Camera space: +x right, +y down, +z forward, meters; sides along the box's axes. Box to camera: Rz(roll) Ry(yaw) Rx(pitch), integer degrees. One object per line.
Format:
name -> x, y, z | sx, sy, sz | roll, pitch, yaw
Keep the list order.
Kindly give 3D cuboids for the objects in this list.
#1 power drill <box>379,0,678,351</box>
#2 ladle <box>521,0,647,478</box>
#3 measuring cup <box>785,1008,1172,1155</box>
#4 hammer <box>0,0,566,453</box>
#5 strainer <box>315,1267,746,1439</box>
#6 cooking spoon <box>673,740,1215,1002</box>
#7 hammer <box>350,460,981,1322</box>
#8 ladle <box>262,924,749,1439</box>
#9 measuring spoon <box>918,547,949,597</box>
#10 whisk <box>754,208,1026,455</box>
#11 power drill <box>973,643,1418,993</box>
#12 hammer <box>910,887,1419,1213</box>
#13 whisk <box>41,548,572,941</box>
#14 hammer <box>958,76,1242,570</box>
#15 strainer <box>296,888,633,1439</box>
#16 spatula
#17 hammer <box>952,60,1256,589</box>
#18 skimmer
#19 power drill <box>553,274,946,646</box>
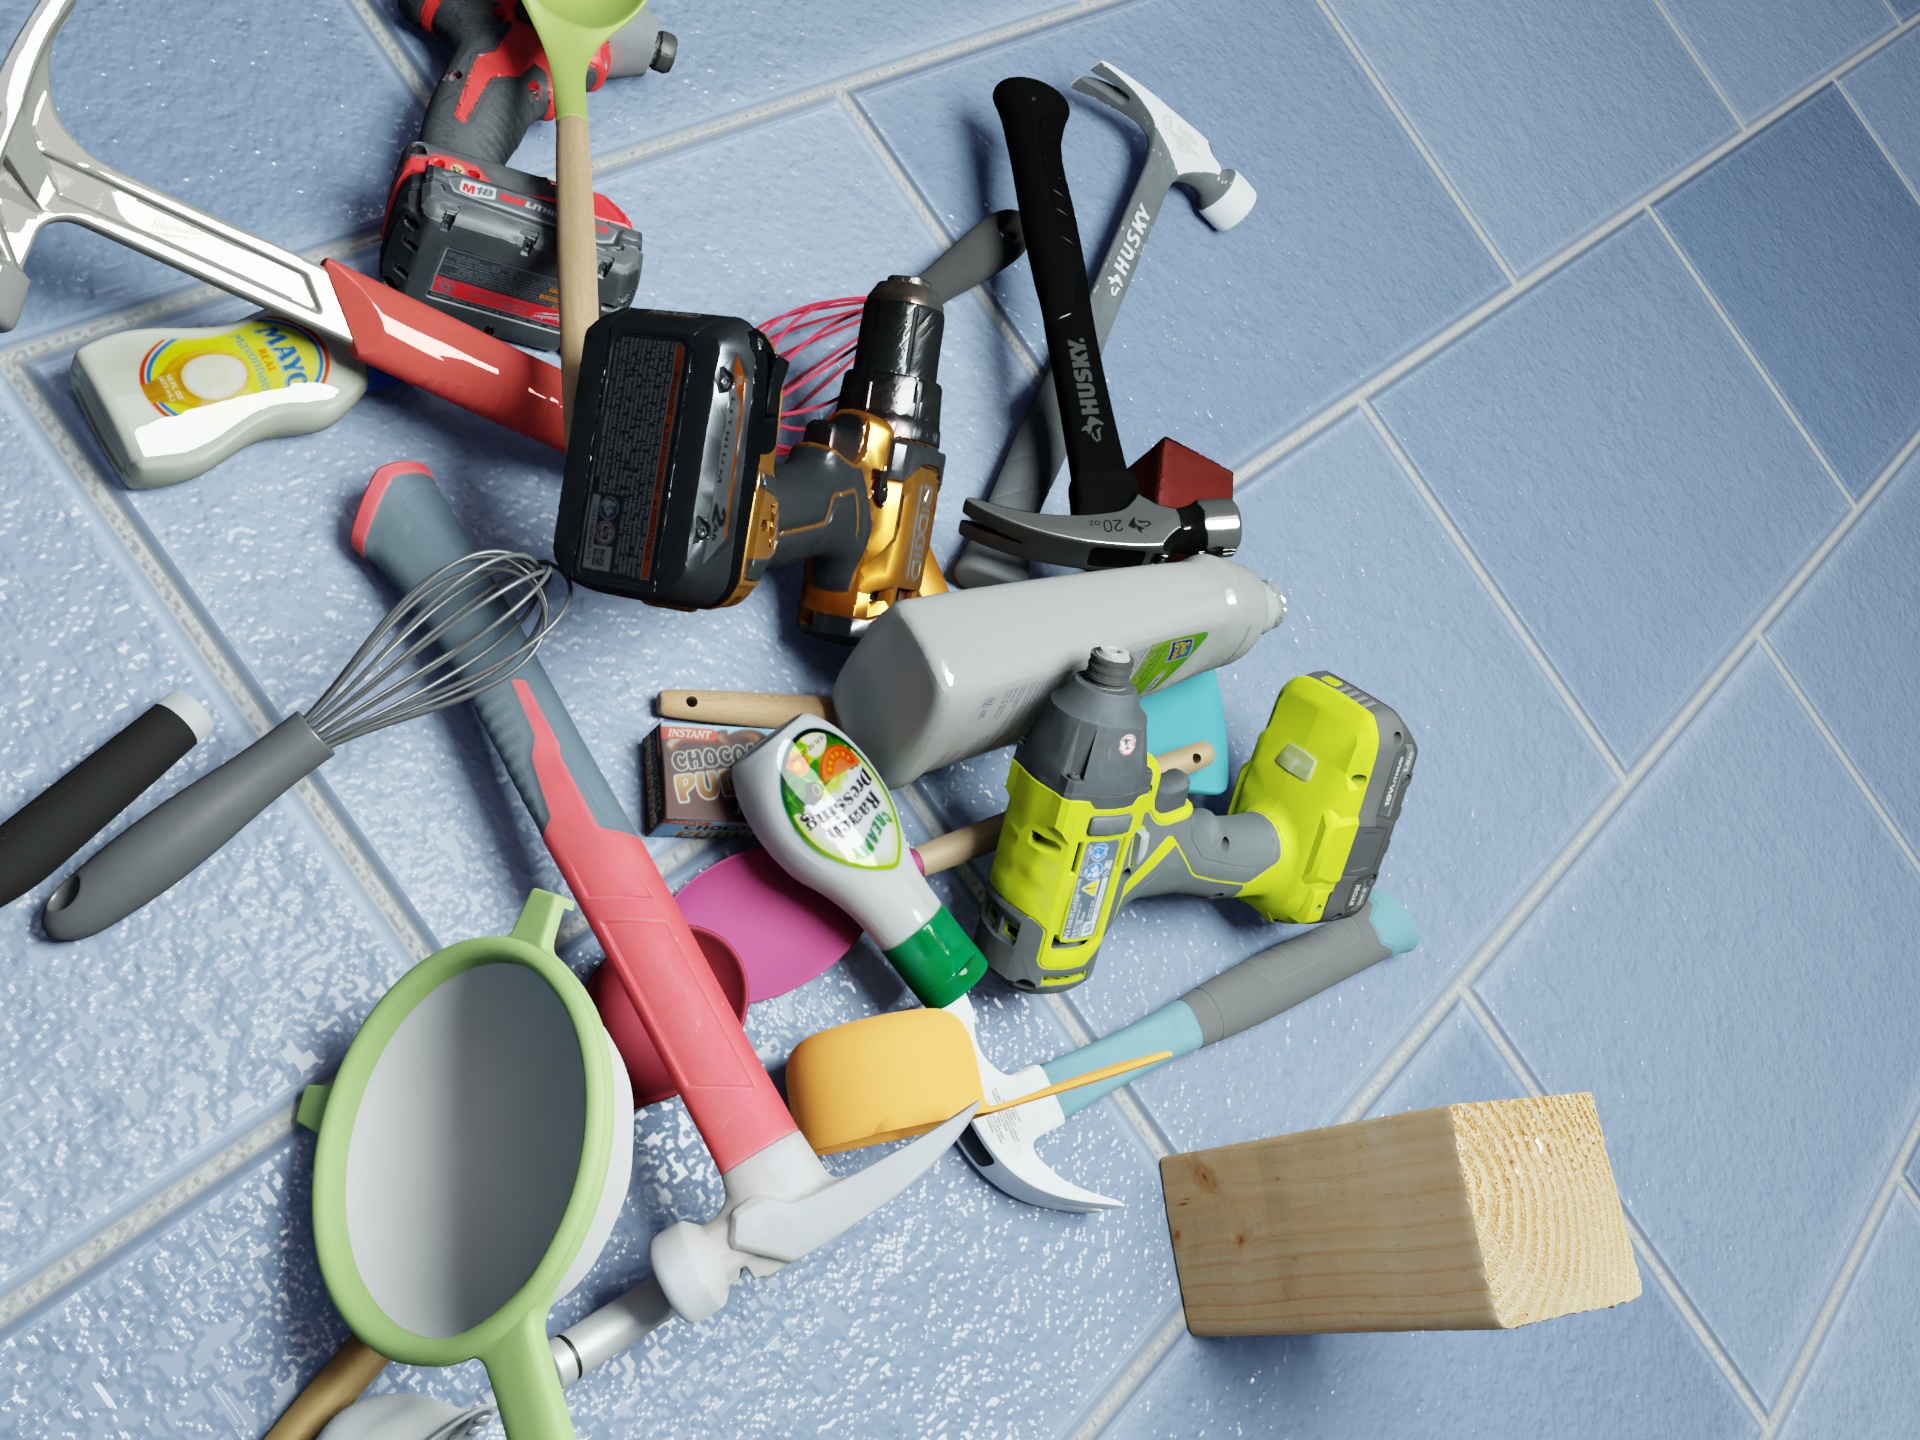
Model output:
power drill -> -0.215, -0.302, 0.805 | 0.143, 0.078, 0.220 | 10, 63, -28
ladle -> -0.171, -0.257, 0.726 | 0.078, 0.062, 0.320 | 10, 64, -38
measuring cup -> 0.006, 0.151, 0.715 | 0.173, 0.095, 0.052 | -14, 74, -5
hammer -> -0.237, -0.175, 0.708 | 0.358, 0.037, 0.149 | 21, 79, -37
strainer -> -0.164, 0.252, 0.616 | 0.258, 0.086, 0.050 | -20, 63, -46
cooking spoon -> 0.000, 0.063, 0.793 | 0.319, 0.017, 0.069 | -19, 89, -26
hammer -> -0.143, 0.042, 0.676 | 0.143, 0.038, 0.386 | -30, 76, -8
ladle -> -0.195, 0.205, 0.635 | 0.069, 0.031, 0.315 | 40, 57, 0
measuring spoon -> -0.011, -0.069, 0.868 | 0.021, 0.011, 0.117 | -19, 81, -35
whisk -> -0.035, -0.231, 0.896 | 0.073, 0.073, 0.296 | 48, 48, -6
power drill -> 0.120, 0.042, 0.802 | 0.223, 0.080, 0.171 | -3, 117, -35
hammer -> 0.130, 0.156, 0.848 | 0.331, 0.033, 0.128 | -17, 79, -35
whisk -> -0.256, 0.008, 0.632 | 0.239, 0.055, 0.055 | -40, 93, -15
hammer -> 0.054, -0.234, 0.902 | 0.146, 0.035, 0.335 | -4, 65, -9
strainer -> -0.145, 0.199, 0.565 | 0.069, 0.151, 0.257 | 29, 25, -53
spatula -> -0.001, -0.003, 0.828 | 0.317, 0.044, 0.082 | 4, 73, -29
hammer -> 0.076, -0.239, 0.970 | 0.149, 0.036, 0.409 | 38, 57, -24
skimmer -> -0.399, 0.090, 0.518 | 0.127, 0.090, 0.363 | 25, 51, 16
power drill -> -0.075, -0.129, 0.729 | 0.226, 0.084, 0.185 | 1, 100, -63
